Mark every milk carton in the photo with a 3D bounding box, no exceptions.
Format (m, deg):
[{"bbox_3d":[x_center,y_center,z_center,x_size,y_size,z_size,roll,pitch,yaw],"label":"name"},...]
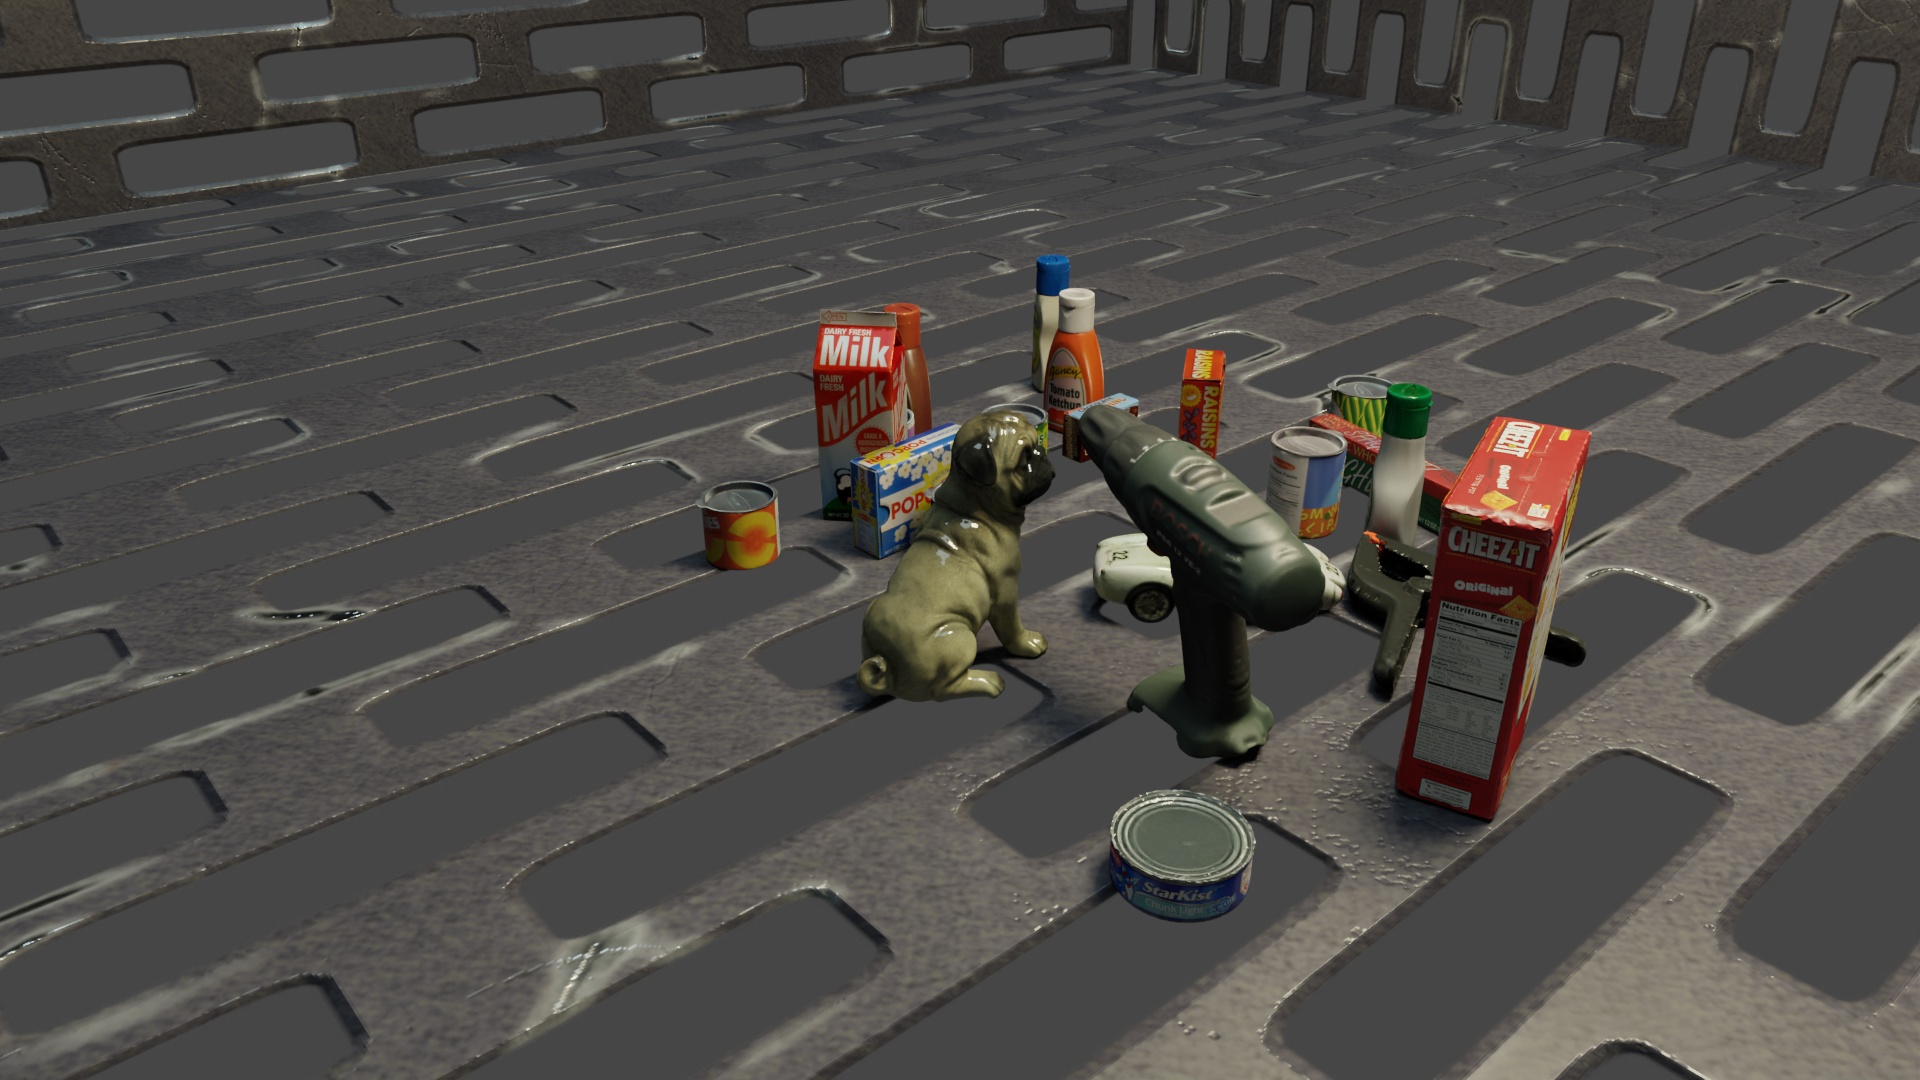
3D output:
[{"bbox_3d":[-0.089,-0.117,1.265,0.072,0.189,0.074,3,27,7],"label":"milk carton"}]

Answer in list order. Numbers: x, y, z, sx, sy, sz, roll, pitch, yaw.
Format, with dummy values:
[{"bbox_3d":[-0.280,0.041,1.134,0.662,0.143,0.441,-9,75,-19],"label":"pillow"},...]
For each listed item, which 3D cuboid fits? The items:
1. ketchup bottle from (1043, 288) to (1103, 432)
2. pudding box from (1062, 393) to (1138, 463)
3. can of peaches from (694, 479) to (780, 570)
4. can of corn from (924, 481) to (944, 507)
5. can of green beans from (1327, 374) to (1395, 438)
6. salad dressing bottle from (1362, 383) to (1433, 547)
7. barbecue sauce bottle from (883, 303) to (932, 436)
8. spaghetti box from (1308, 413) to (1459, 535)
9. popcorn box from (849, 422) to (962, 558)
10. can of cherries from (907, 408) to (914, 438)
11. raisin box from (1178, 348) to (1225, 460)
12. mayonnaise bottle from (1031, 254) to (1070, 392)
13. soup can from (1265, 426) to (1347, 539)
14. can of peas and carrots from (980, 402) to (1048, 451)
[{"bbox_3d":[0.119,-0.186,1.442,0.065,0.148,0.044,18,32,32],"label":"ketchup bottle"},{"bbox_3d":[0.142,-0.115,1.412,0.084,0.049,0.030,-21,34,-35],"label":"pudding box"},{"bbox_3d":[-0.193,-0.013,1.206,0.071,0.057,0.071,0,27,0],"label":"can of peaches"},{"bbox_3d":[0.004,-0.015,1.208,0.071,0.058,0.071,0,27,0],"label":"can of corn"},{"bbox_3d":[0.415,-0.133,1.437,0.071,0.057,0.071,0,27,0],"label":"can of green beans"},{"bbox_3d":[0.378,-0.061,1.198,0.044,0.147,0.064,13,30,25],"label":"salad dressing bottle"},{"bbox_3d":[-0.058,-0.163,1.400,0.044,0.147,0.065,-23,34,-37],"label":"barbecue sauce bottle"},{"bbox_3d":[0.412,-0.054,1.289,0.029,0.050,0.251,-14,30,-24],"label":"spaghetti box"},{"bbox_3d":[-0.039,-0.046,1.241,0.038,0.084,0.127,24,36,39],"label":"popcorn box"},{"bbox_3d":[-0.077,-0.094,1.364,0.071,0.058,0.072,0,27,0],"label":"can of cherries"},{"bbox_3d":[0.228,-0.111,1.322,0.040,0.122,0.086,5,27,11],"label":"raisin box"},{"bbox_3d":[0.101,-0.244,1.557,0.041,0.147,0.065,-3,27,-5],"label":"mayonnaise bottle"},{"bbox_3d":[0.312,-0.053,1.251,0.071,0.083,0.071,0,27,0],"label":"soup can"},{"bbox_3d":[0.054,-0.096,1.366,0.071,0.058,0.071,0,27,0],"label":"can of peas and carrots"}]
